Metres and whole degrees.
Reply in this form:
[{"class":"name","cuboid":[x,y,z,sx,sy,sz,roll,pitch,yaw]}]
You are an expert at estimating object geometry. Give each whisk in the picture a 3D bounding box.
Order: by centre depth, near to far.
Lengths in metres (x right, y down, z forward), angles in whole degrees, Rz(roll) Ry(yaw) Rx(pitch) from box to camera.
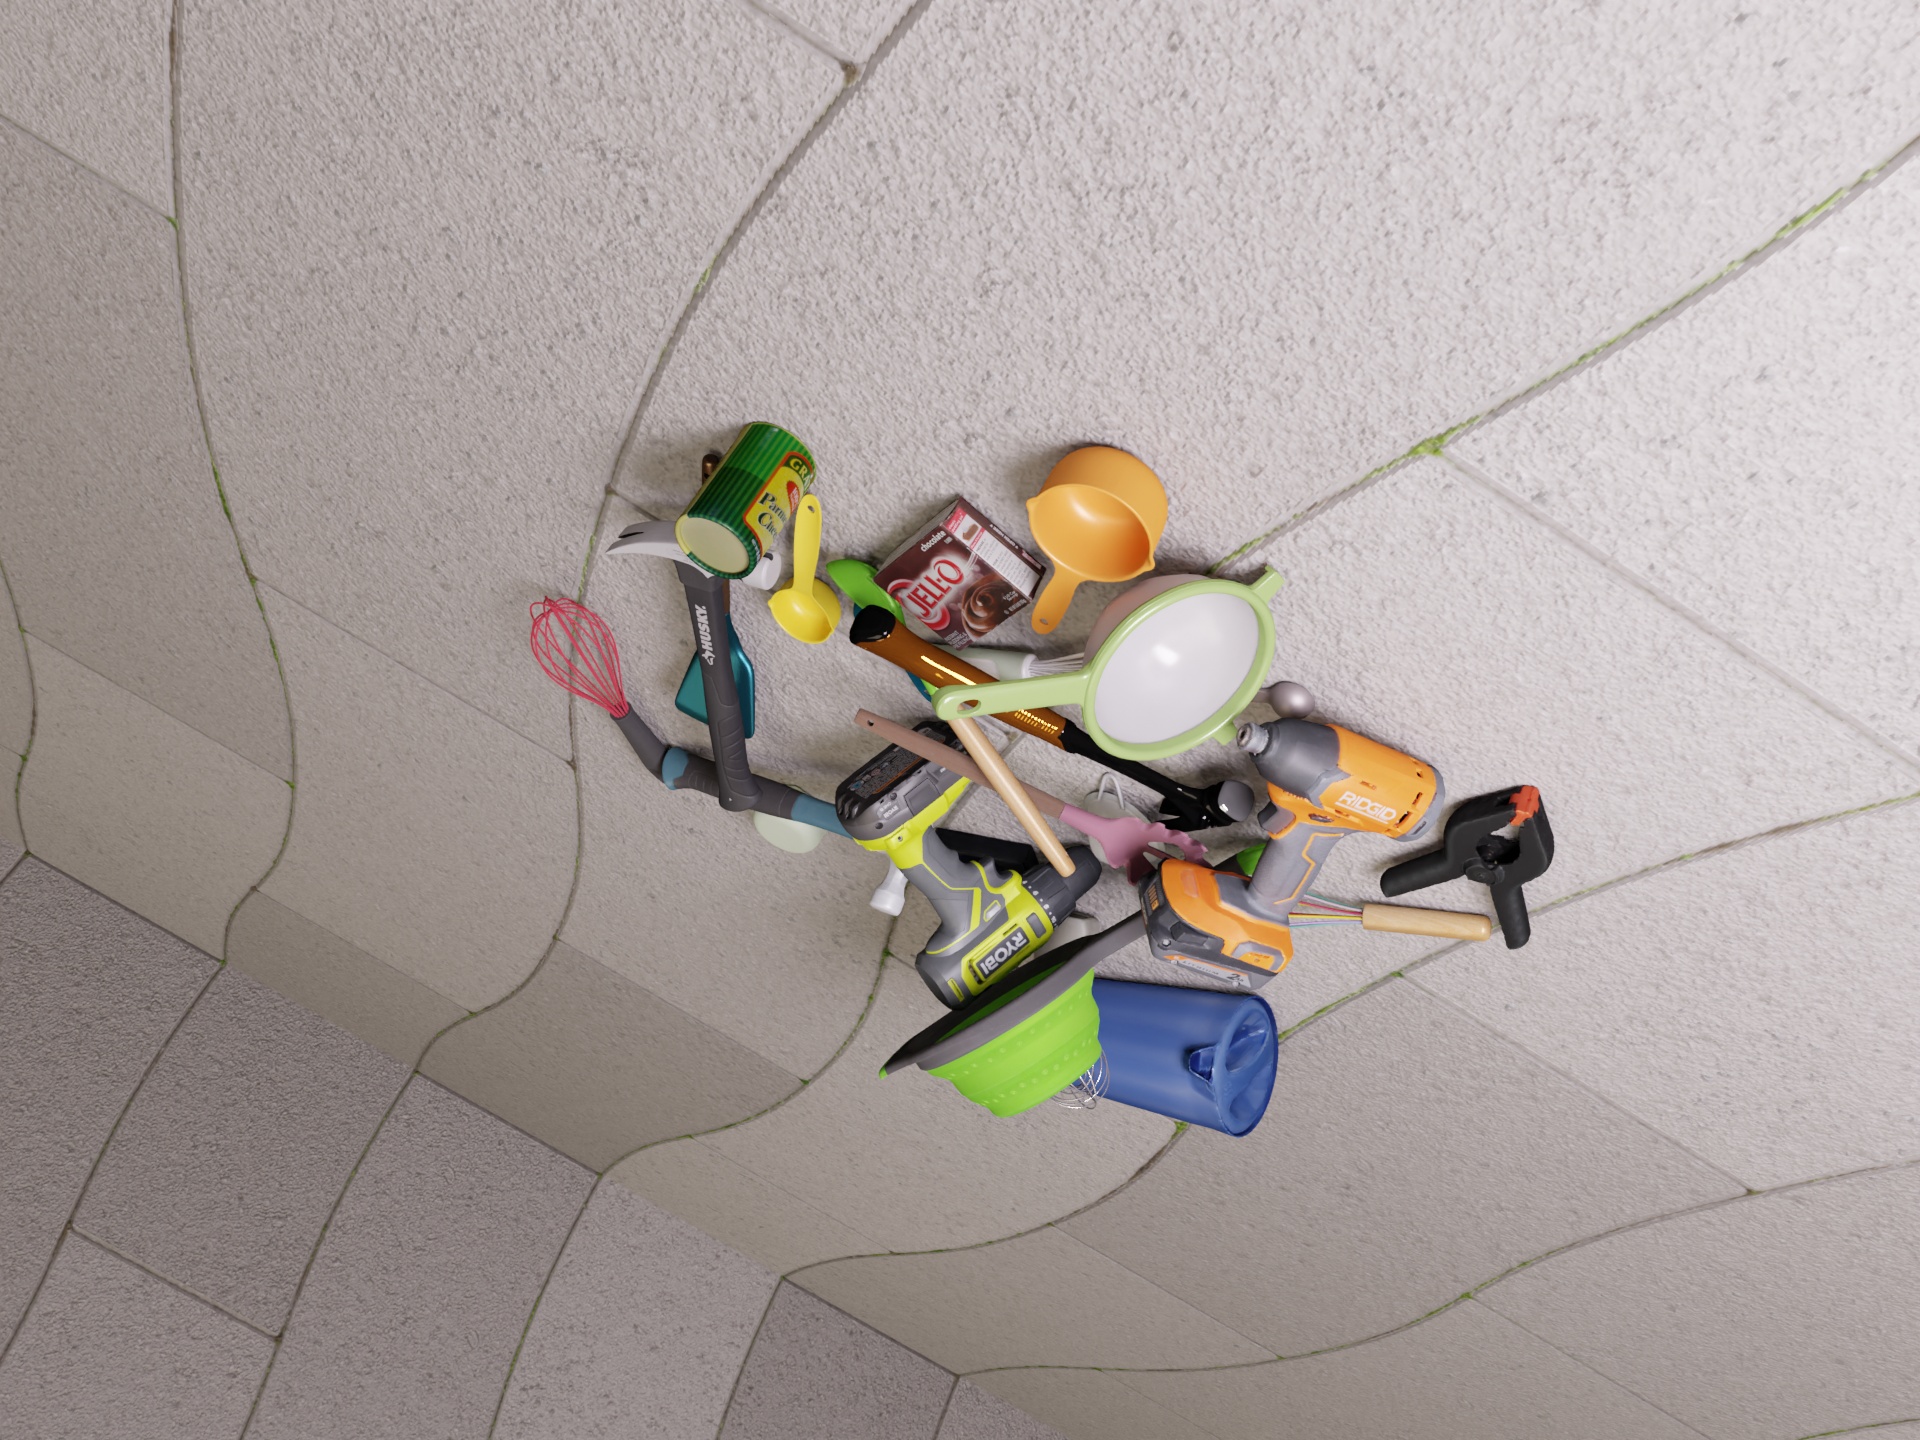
[{"class":"whisk","cuboid":[0.061,-0.039,1.241,0.246,0.059,0.057,7,123,35]},{"class":"whisk","cuboid":[0.319,0.160,1.339,0.245,0.051,0.047,3,165,26]},{"class":"whisk","cuboid":[0.051,0.247,1.509,0.285,0.070,0.070,55,158,29]},{"class":"whisk","cuboid":[-0.337,-0.020,1.540,0.073,0.073,0.295,10,149,24]}]

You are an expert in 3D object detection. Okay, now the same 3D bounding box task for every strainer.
[{"class":"strainer","cuboid":[0.092,-0.042,1.095,0.256,0.069,0.151,-8,131,-22]},{"class":"strainer","cuboid":[0.162,0.143,1.422,0.087,0.050,0.258,20,153,40]}]

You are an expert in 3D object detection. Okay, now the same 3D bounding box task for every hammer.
[{"class":"hammer","cuboid":[0.062,0.002,1.235,0.336,0.034,0.127,28,161,-17]},{"class":"hammer","cuboid":[-0.215,-0.036,1.378,0.146,0.035,0.334,17,140,15]},{"class":"hammer","cuboid":[-0.164,0.080,1.513,0.331,0.128,0.033,15,165,35]}]

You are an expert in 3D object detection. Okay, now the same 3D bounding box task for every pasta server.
[{"class":"pasta server","cuboid":[0.058,0.063,1.293,0.316,0.060,0.040,25,-172,0]}]

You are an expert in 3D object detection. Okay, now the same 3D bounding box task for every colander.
[{"class":"colander","cuboid":[0.121,0.235,1.360,0.397,0.204,0.094,-32,87,15]}]

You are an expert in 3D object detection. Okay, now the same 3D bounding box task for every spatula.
[{"class":"spatula","cuboid":[-0.208,-0.102,1.346,0.082,0.044,0.317,23,145,11]}]

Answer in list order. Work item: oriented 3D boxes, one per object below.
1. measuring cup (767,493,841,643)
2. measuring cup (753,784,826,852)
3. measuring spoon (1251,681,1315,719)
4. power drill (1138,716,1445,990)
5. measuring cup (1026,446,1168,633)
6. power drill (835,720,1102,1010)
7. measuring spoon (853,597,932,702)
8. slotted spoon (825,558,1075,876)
[{"class":"measuring cup","cuboid":[-0.119,-0.126,1.273,0.062,0.029,0.156,24,138,11]},{"class":"measuring cup","cuboid":[-0.214,0.087,1.609,0.167,0.038,0.083,19,146,9]},{"class":"measuring spoon","cuboid":[0.204,-0.016,1.195,0.124,0.018,0.034,7,142,30]},{"class":"power drill","cuboid":[0.227,0.092,1.185,0.164,0.084,0.226,22,125,-21]},{"class":"measuring cup","cuboid":[0.086,-0.122,1.106,0.095,0.052,0.173,27,149,0]},{"class":"power drill","cuboid":[0.012,0.115,1.388,0.228,0.190,0.080,59,163,-24]},{"class":"measuring spoon","cuboid":[-0.052,-0.053,1.320,0.042,0.021,0.128,-1,136,36]},{"class":"slotted spoon","cuboid":[-0.002,-0.004,1.258,0.031,0.070,0.313,-34,97,14]}]
